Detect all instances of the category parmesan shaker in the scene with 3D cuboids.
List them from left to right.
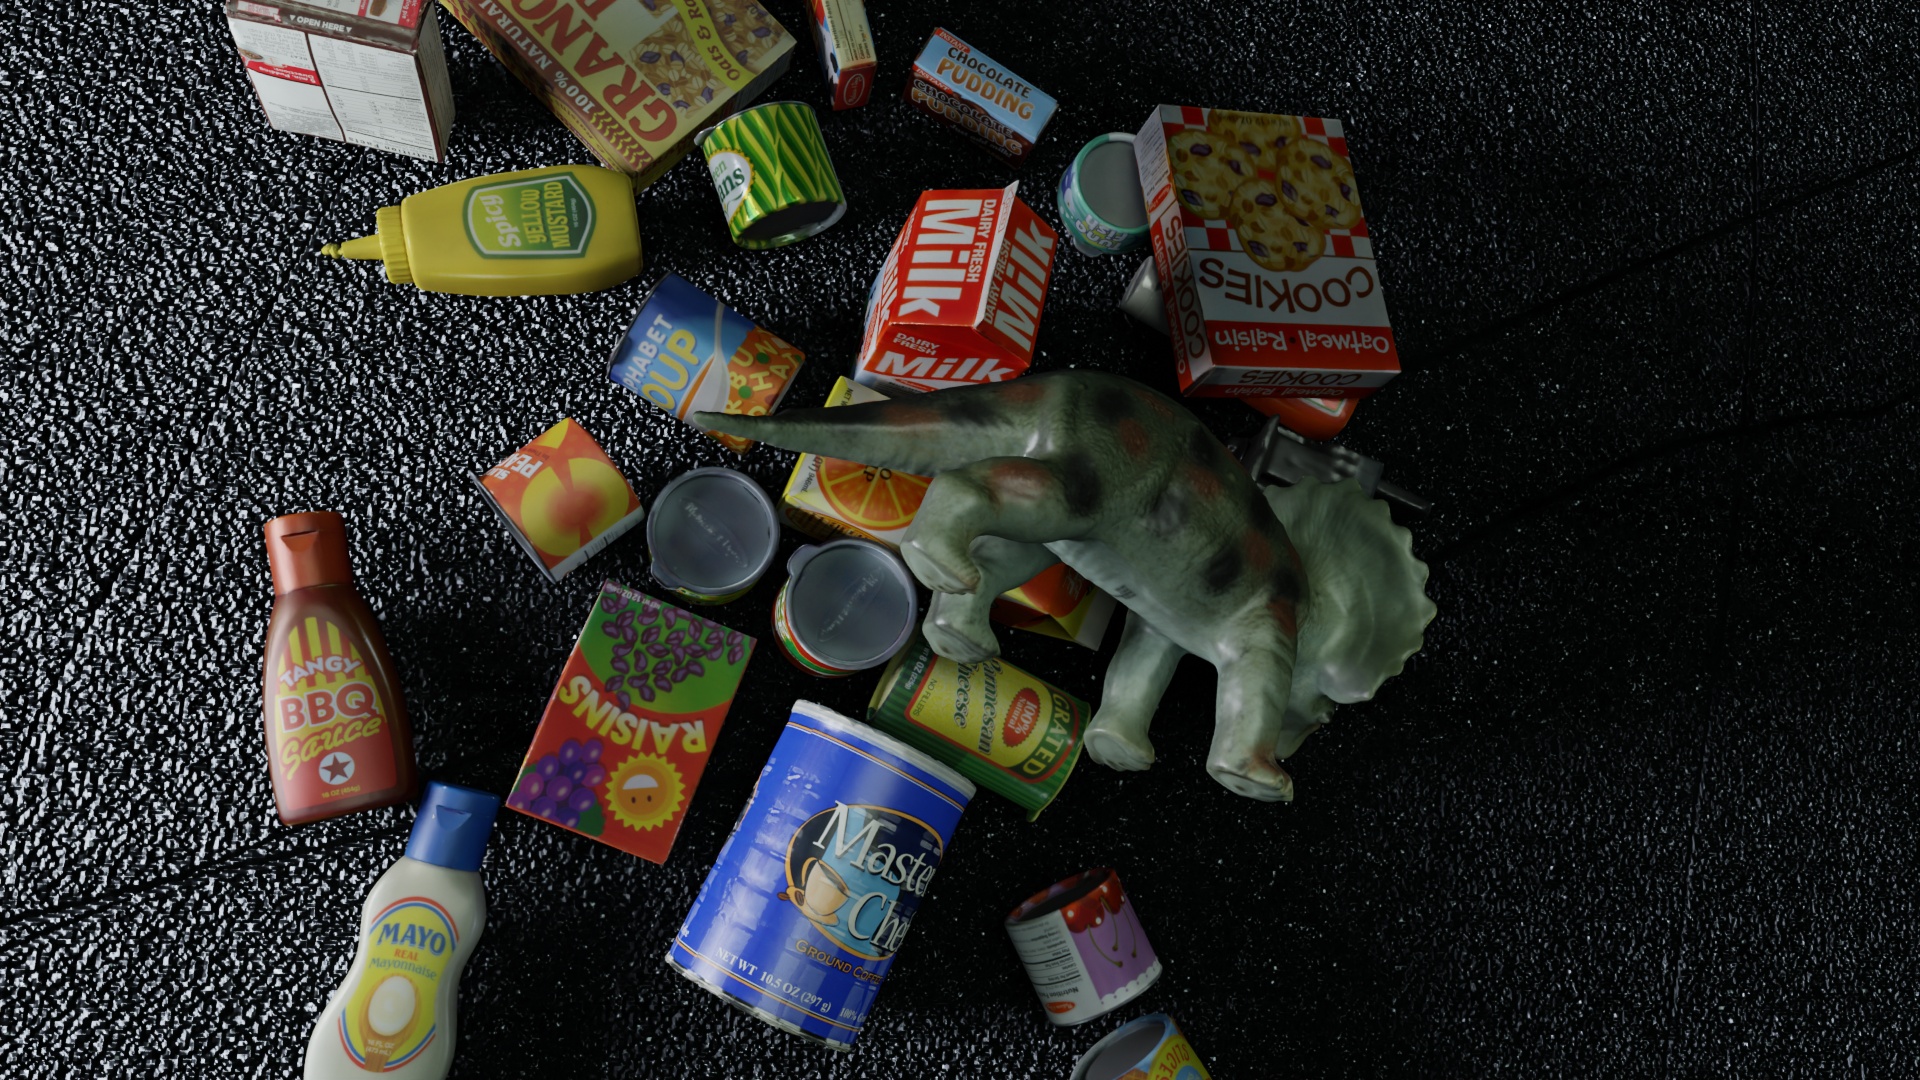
[{"bbox_3d":[0.008,0.095,0.740,0.103,0.071,0.071,28,76,-7],"label":"parmesan shaker"}]

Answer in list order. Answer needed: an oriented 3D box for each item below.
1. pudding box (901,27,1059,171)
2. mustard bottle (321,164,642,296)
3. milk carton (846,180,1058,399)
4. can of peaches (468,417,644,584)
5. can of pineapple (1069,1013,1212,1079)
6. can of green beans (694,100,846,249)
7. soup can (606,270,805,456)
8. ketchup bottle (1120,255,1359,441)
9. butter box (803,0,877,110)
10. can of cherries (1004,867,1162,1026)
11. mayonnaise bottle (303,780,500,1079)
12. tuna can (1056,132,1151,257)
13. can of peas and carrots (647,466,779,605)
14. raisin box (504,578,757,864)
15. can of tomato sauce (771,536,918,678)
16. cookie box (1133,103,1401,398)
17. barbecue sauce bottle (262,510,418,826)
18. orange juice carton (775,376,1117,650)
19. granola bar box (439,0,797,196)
[{"bbox_3d":[0.011,-0.257,0.812,0.084,0.049,0.030,31,77,-7],"label":"pudding box"},{"bbox_3d":[-0.251,-0.159,0.732,0.160,0.048,0.065,-10,82,-15],"label":"mustard bottle"},{"bbox_3d":[-0.005,-0.116,0.710,0.073,0.190,0.072,15,78,-11],"label":"milk carton"},{"bbox_3d":[-0.205,-0.023,0.710,0.058,0.071,0.071,-38,91,-17],"label":"can of peaches"},{"bbox_3d":[0.100,0.291,0.727,0.071,0.071,0.058,-33,89,-16],"label":"can of pineapple"},{"bbox_3d":[-0.103,-0.200,0.766,0.071,0.071,0.058,-18,86,-16],"label":"can of green beans"},{"bbox_3d":[-0.135,-0.092,0.738,0.084,0.071,0.071,31,75,-7],"label":"soup can"},{"bbox_3d":[0.168,-0.118,0.829,0.149,0.043,0.065,27,71,-7],"label":"ketchup bottle"},{"bbox_3d":[-0.073,-0.307,0.799,0.024,0.053,0.103,-13,83,-12],"label":"butter box"},{"bbox_3d":[0.066,0.213,0.736,0.072,0.071,0.058,-25,86,-16],"label":"can of cherries"},{"bbox_3d":[-0.263,0.193,0.672,0.065,0.041,0.148,16,78,-9],"label":"mayonnaise bottle"},{"bbox_3d":[0.093,-0.206,0.831,0.071,0.032,0.071,2,79,-13],"label":"tuna can"},{"bbox_3d":[-0.132,0.001,0.728,0.071,0.058,0.071,2,81,-12],"label":"can of peas and carrots"},{"bbox_3d":[-0.168,0.093,0.714,0.086,0.040,0.123,23,75,-9],"label":"raisin box"},{"bbox_3d":[-0.064,0.036,0.725,0.071,0.083,0.071,2,80,-13],"label":"can of tomato sauce"},{"bbox_3d":[0.174,-0.164,0.798,0.123,0.040,0.168,-1,71,-20],"label":"cookie box"},{"bbox_3d":[-0.311,0.061,0.683,0.065,0.043,0.148,-11,83,-14],"label":"barbecue sauce bottle"},{"bbox_3d":[0.003,-0.009,0.755,0.193,0.073,0.072,25,76,-9],"label":"orange juice carton"},{"bbox_3d":[-0.194,-0.293,0.775,0.165,0.039,0.124,45,73,-3],"label":"granola bar box"}]
